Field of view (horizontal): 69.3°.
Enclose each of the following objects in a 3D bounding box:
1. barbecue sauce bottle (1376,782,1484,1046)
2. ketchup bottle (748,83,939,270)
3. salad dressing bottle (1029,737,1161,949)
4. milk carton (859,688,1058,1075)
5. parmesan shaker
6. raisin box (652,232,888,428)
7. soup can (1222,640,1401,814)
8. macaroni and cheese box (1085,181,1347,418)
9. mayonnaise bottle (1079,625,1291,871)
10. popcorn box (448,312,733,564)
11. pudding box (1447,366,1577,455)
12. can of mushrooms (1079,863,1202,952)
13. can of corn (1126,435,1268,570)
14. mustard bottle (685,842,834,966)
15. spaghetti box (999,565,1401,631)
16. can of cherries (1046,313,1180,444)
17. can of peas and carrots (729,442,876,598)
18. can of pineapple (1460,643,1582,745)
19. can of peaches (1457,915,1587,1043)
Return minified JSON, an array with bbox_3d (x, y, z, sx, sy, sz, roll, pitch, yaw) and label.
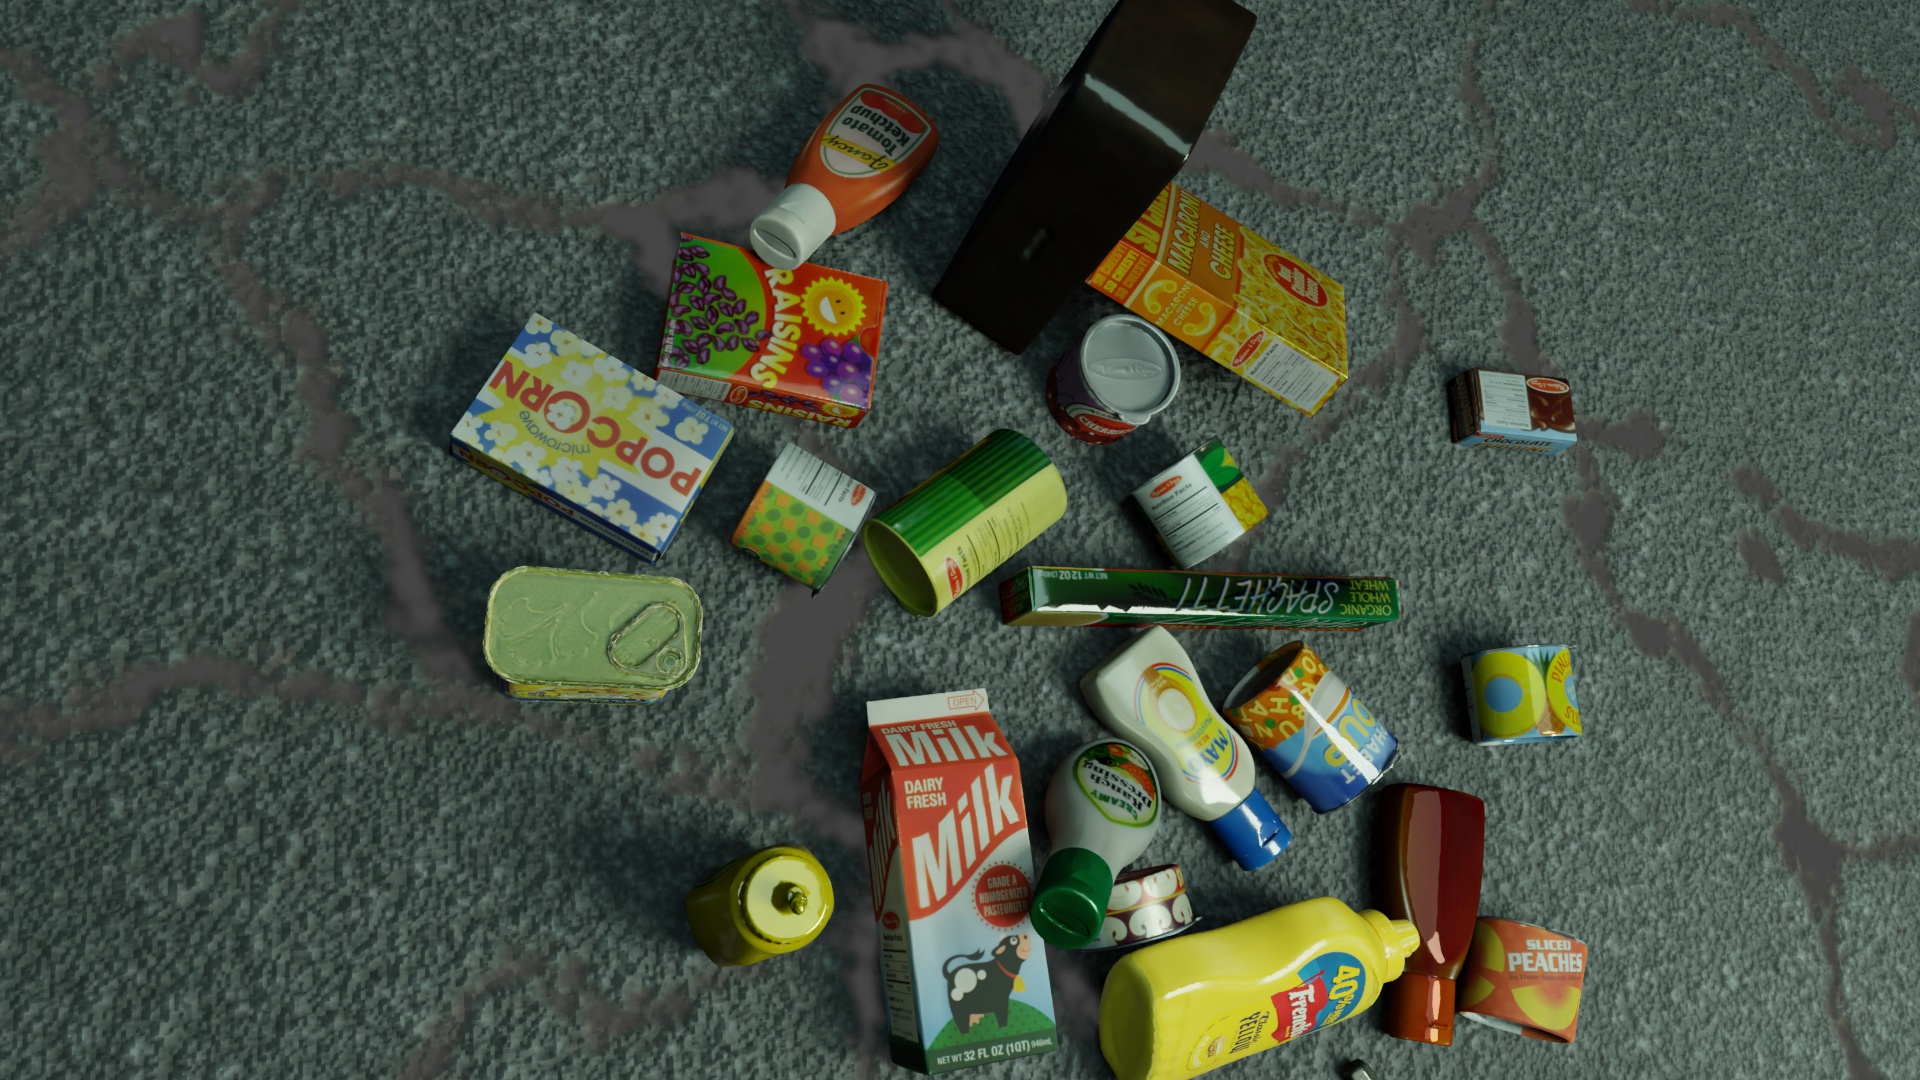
[{"bbox_3d":[0.282,0.225,0.840,0.065,0.043,0.149,14,72,-14],"label":"barbecue sauce bottle"},{"bbox_3d":[-0.072,-0.214,0.824,0.065,0.043,0.149,32,52,1],"label":"ketchup bottle"},{"bbox_3d":[0.070,0.159,0.741,0.064,0.043,0.148,32,26,2],"label":"salad dressing bottle"},{"bbox_3d":[-0.006,0.177,0.741,0.072,0.073,0.191,-4,76,-19],"label":"milk carton"},{"bbox_3d":[0.003,-0.010,0.803,0.103,0.071,0.071,-37,89,-24],"label":"parmesan shaker"},{"bbox_3d":[-0.110,-0.121,0.808,0.123,0.040,0.086,11,71,-16],"label":"raisin box"},{"bbox_3d":[0.211,0.110,0.833,0.084,0.071,0.071,47,67,-1],"label":"soup can"},{"bbox_3d":[0.166,-0.163,0.883,0.166,0.040,0.124,29,38,-9],"label":"macaroni and cheese box"},{"bbox_3d":[0.137,0.125,0.820,0.065,0.041,0.148,-36,88,-23],"label":"mayonnaise bottle"},{"bbox_3d":[-0.200,-0.055,0.760,0.127,0.038,0.085,30,69,-8],"label":"popcorn box"},{"bbox_3d":[0.385,-0.090,0.969,0.084,0.030,0.050,4,73,-18],"label":"pudding box"},{"bbox_3d":[0.096,0.203,0.771,0.071,0.071,0.033,-11,78,-21],"label":"can of mushrooms"},{"bbox_3d":[0.147,-0.023,0.853,0.071,0.071,0.058,-33,88,-23],"label":"can of corn"},{"bbox_3d":[-0.091,0.173,0.667,0.065,0.159,0.049,-26,83,-24],"label":"mustard bottle"},{"bbox_3d":[0.149,0.036,0.845,0.250,0.050,0.029,2,77,-18],"label":"spaghetti box"},{"bbox_3d":[0.093,-0.096,0.859,0.071,0.058,0.071,5,74,-18],"label":"can of cherries"},{"bbox_3d":[-0.089,-0.011,0.772,0.059,0.070,0.071,30,68,-8],"label":"can of peas and carrots"},{"bbox_3d":[0.359,0.099,0.887,0.071,0.071,0.058,1,76,-18],"label":"can of pineapple"},{"bbox_3d":[0.338,0.263,0.833,0.071,0.071,0.058,22,71,-11],"label":"can of peaches"}]
